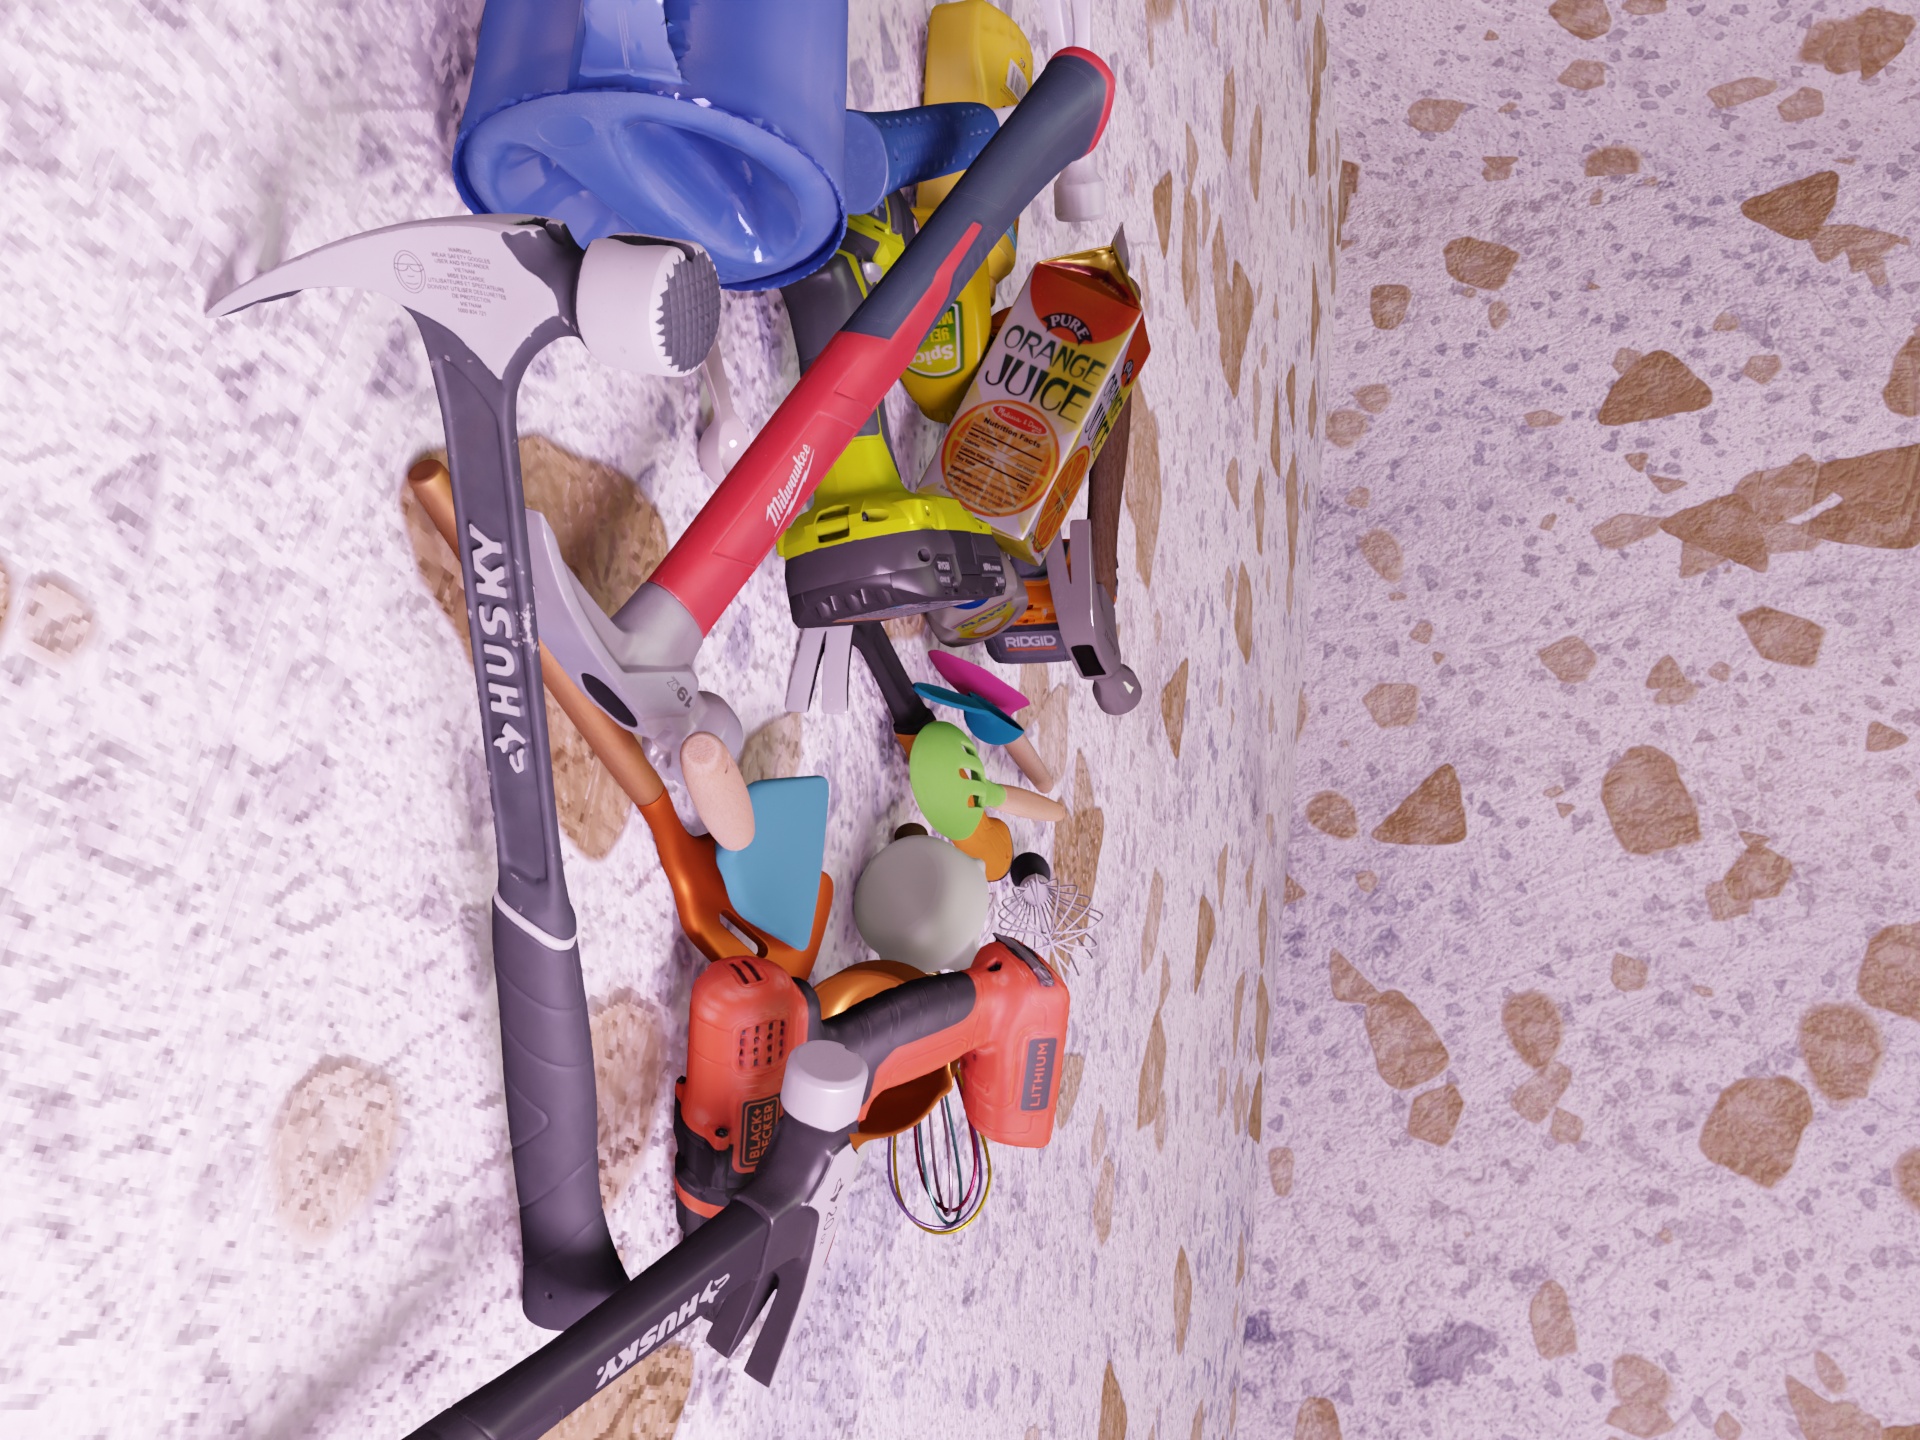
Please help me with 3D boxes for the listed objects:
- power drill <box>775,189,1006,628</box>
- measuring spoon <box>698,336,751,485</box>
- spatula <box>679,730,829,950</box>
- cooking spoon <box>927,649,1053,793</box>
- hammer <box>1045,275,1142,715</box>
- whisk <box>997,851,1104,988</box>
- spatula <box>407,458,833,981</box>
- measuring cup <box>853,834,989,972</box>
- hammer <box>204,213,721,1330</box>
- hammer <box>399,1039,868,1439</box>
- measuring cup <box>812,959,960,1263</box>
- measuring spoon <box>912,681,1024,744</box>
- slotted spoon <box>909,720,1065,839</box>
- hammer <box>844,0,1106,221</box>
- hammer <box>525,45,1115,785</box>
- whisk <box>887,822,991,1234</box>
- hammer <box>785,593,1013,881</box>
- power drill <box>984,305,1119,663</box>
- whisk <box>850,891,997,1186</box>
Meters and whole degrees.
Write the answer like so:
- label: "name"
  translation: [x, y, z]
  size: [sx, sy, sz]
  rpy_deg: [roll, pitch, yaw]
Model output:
- label: "power drill"
  translation: [-0.045, -0.163, 0.775]
  size: [0.171, 0.080, 0.223]
  rpy_deg: [-13, 93, -69]
- label: "measuring spoon"
  translation: [-0.118, -0.162, 0.704]
  size: [0.034, 0.018, 0.124]
  rpy_deg: [-54, 135, -62]
- label: "spatula"
  translation: [-0.075, 0.038, 0.599]
  size: [0.317, 0.044, 0.082]
  rpy_deg: [114, -17, -79]
- label: "cooking spoon"
  translation: [0.034, 0.008, 1.111]
  size: [0.017, 0.069, 0.318]
  rpy_deg: [-64, 162, -9]
- label: "hammer"
  translation: [0.098, -0.175, 1.066]
  size: [0.129, 0.031, 0.332]
  rpy_deg: [56, 34, -51]
- label: "whisk"
  translation: [0.053, 0.123, 1.076]
  size: [0.284, 0.070, 0.070]
  rpy_deg: [-95, -175, -86]
- label: "spatula"
  translation: [-0.128, 0.015, 0.643]
  size: [0.322, 0.041, 0.081]
  rpy_deg: [67, 34, -49]
- label: "measuring cup"
  translation: [-0.005, 0.127, 0.868]
  size: [0.038, 0.083, 0.168]
  rpy_deg: [41, 7, -46]
- label: "hammer"
  translation: [-0.145, 0.045, 0.515]
  size: [0.036, 0.149, 0.408]
  rpy_deg: [-50, 148, -57]
- label: "hammer"
  translation: [-0.146, 0.229, 0.517]
  size: [0.335, 0.035, 0.146]
  rpy_deg: [-22, 132, -55]
- label: "measuring cup"
  translation: [-0.054, 0.210, 0.842]
  size: [0.052, 0.095, 0.173]
  rpy_deg: [-18, 124, -76]
- label: "measuring spoon"
  translation: [-0.001, -0.003, 0.939]
  size: [0.021, 0.042, 0.128]
  rpy_deg: [-56, 155, 9]
- label: "slotted spoon"
  translation: [0.029, 0.048, 1.028]
  size: [0.313, 0.031, 0.070]
  rpy_deg: [24, 58, -73]
- label: "hammer"
  translation: [0.015, -0.321, 0.849]
  size: [0.406, 0.035, 0.144]
  rpy_deg: [-51, 140, -61]
- label: "hammer"
  translation: [-0.041, -0.165, 0.651]
  size: [0.386, 0.038, 0.143]
  rpy_deg: [-58, 143, -25]
- label: "whisk"
  translation: [-0.016, 0.169, 0.905]
  size: [0.051, 0.047, 0.245]
  rpy_deg: [32, 42, -44]
- label: "hammer"
  translation: [-0.022, 0.020, 0.964]
  size: [0.336, 0.034, 0.127]
  rpy_deg: [63, 33, -55]
- label: "power drill"
  translation: [0.052, -0.170, 1.095]
  size: [0.164, 0.084, 0.226]
  rpy_deg: [-56, 139, -58]
- label: "whisk"
  translation: [-0.030, 0.183, 0.946]
  size: [0.059, 0.058, 0.246]
  rpy_deg: [48, 40, -14]
